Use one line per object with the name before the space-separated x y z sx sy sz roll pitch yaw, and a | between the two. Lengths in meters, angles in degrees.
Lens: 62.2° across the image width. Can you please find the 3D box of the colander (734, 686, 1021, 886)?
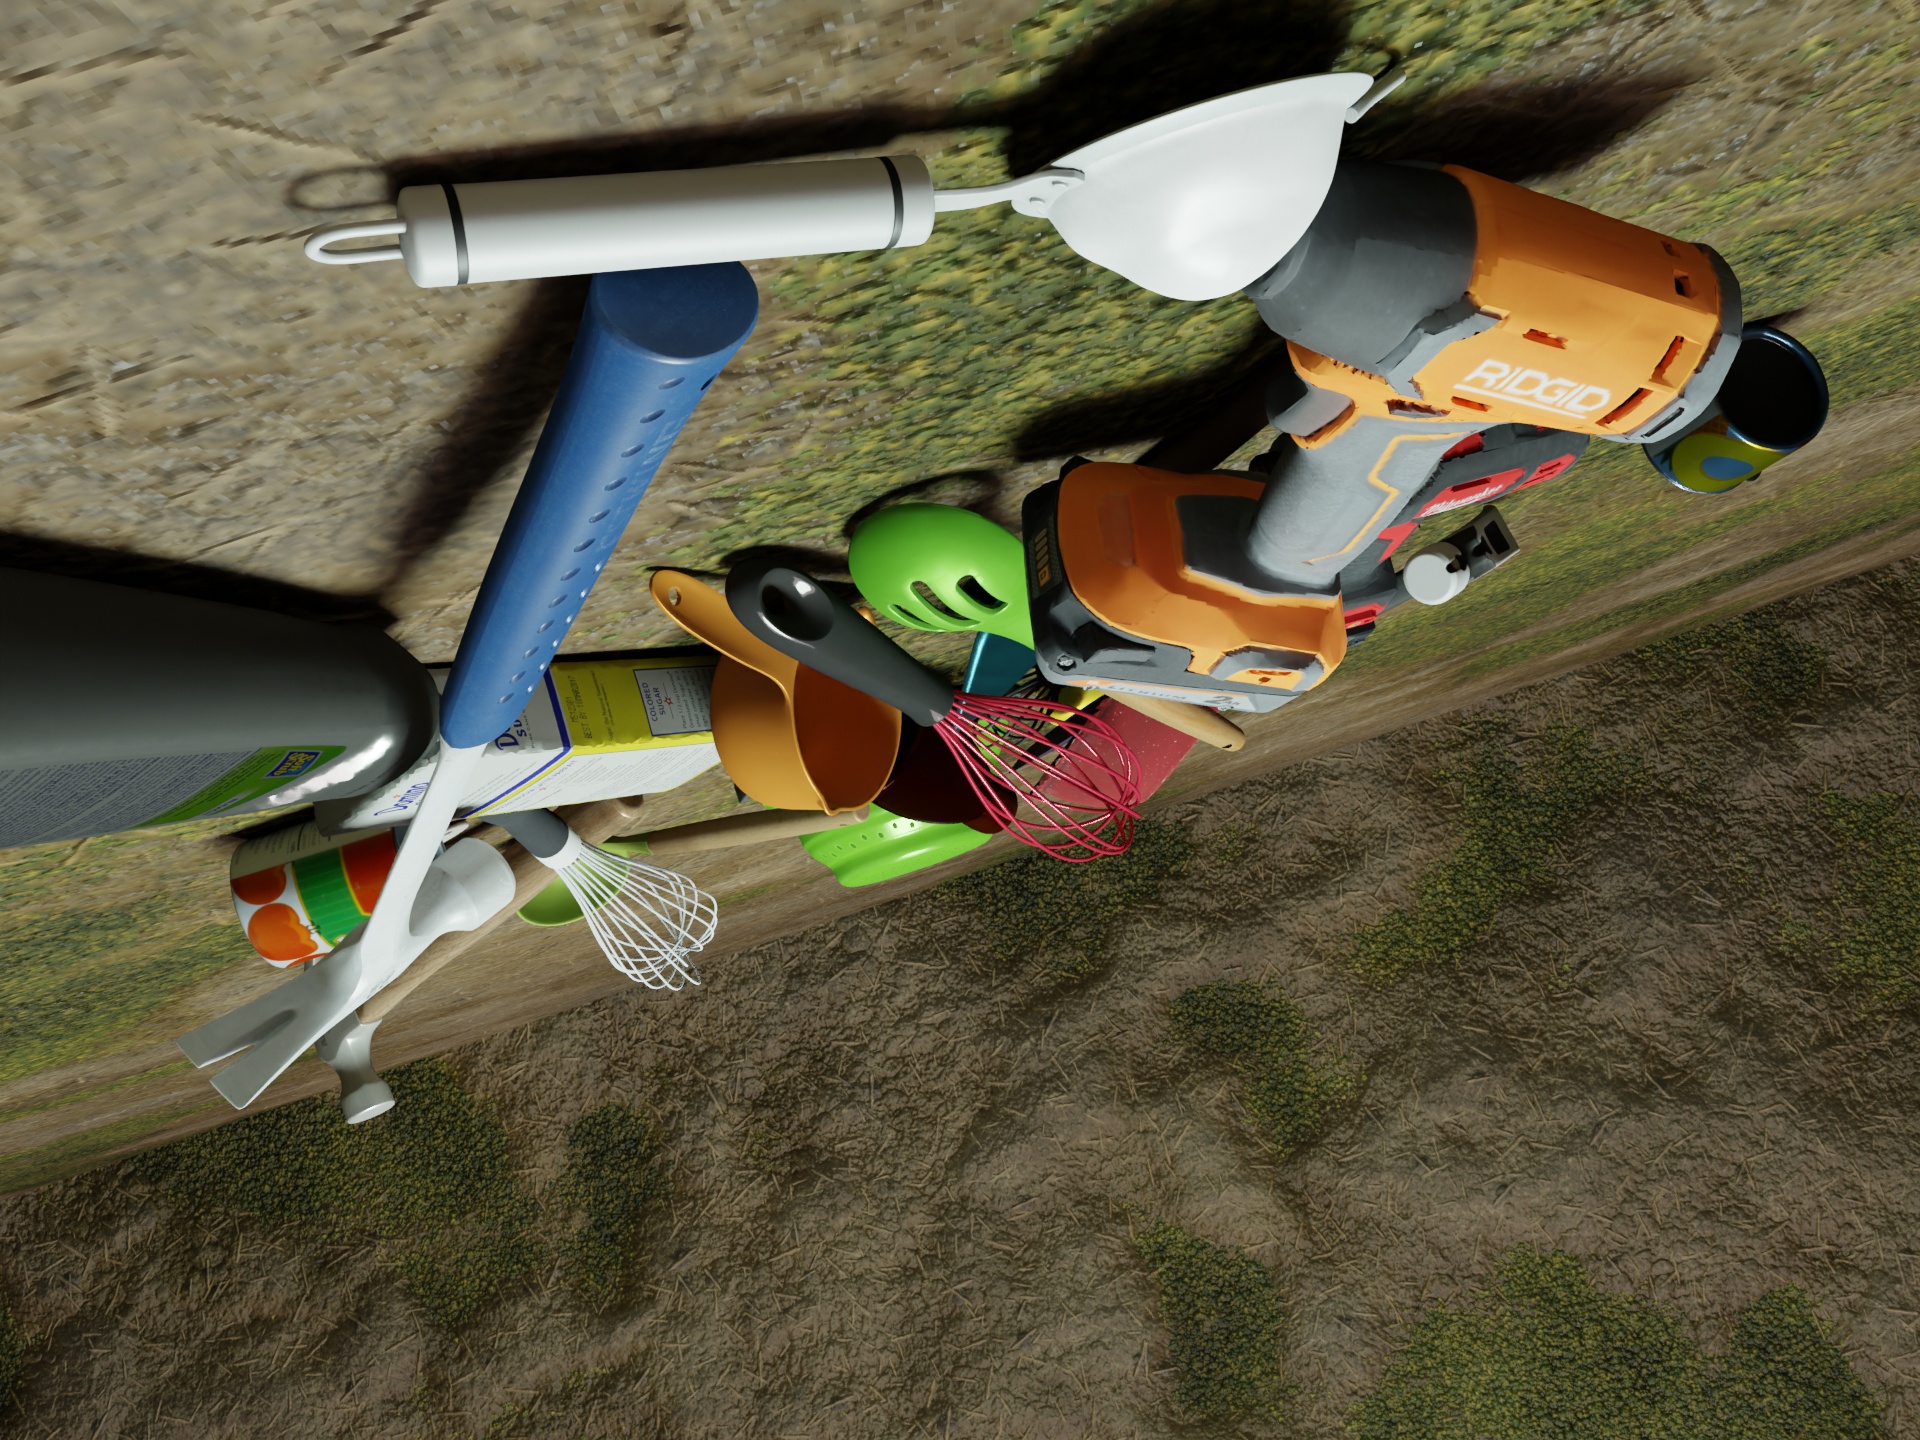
colander | -0.064 0.048 0.996 0.204 0.094 0.397 -21 171 13

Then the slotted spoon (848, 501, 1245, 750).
slotted spoon | 0.058 -0.027 0.708 0.070 0.031 0.313 -20 156 29

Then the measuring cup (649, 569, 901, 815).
measuring cup | -0.089 -0.019 0.658 0.052 0.095 0.173 -3 158 30

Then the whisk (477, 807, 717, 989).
whisk | -0.198 0.076 0.830 0.070 0.070 0.284 -19 150 5

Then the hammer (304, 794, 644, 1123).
hammer | -0.301 0.119 0.958 0.331 0.130 0.031 -37 163 30

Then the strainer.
strainer | -0.006 -0.111 0.347 0.258 0.050 0.087 -11 -177 -21

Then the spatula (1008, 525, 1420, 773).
spatula | 0.153 -0.046 1.014 0.316 0.018 0.060 -33 -172 31

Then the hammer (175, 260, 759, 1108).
hammer | -0.155 0.009 0.491 0.144 0.035 0.405 -43 177 -41

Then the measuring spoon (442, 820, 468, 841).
measuring spoon | -0.339 0.080 0.910 0.124 0.018 0.034 -26 171 1

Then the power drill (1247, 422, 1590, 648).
power drill | 0.164 -0.089 0.716 0.143 0.079 0.219 -16 168 -17

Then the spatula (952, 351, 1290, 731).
spatula | 0.075 -0.079 0.681 0.082 0.044 0.317 -41 -177 -32

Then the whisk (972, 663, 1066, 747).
whisk | 0.051 -0.026 0.874 0.055 0.055 0.239 -15 174 -21

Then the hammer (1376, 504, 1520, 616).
hammer | 0.209 -0.047 1.033 0.335 0.035 0.146 -30 178 44

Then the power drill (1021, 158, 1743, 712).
power drill | 0.105 -0.087 0.511 0.164 0.084 0.226 8 152 -24

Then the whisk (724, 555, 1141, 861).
whisk | -0.001 -0.002 0.704 0.073 0.073 0.295 -23 147 27

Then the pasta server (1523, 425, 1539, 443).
pasta server | 0.227 -0.110 0.823 0.060 0.040 0.316 -27 176 -23

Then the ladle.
ladle | -0.165 0.082 0.947 0.320 0.062 0.078 -12 167 43

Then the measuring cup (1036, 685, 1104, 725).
measuring cup | 0.111 -0.030 1.087 0.062 0.029 0.156 -12 171 -36
